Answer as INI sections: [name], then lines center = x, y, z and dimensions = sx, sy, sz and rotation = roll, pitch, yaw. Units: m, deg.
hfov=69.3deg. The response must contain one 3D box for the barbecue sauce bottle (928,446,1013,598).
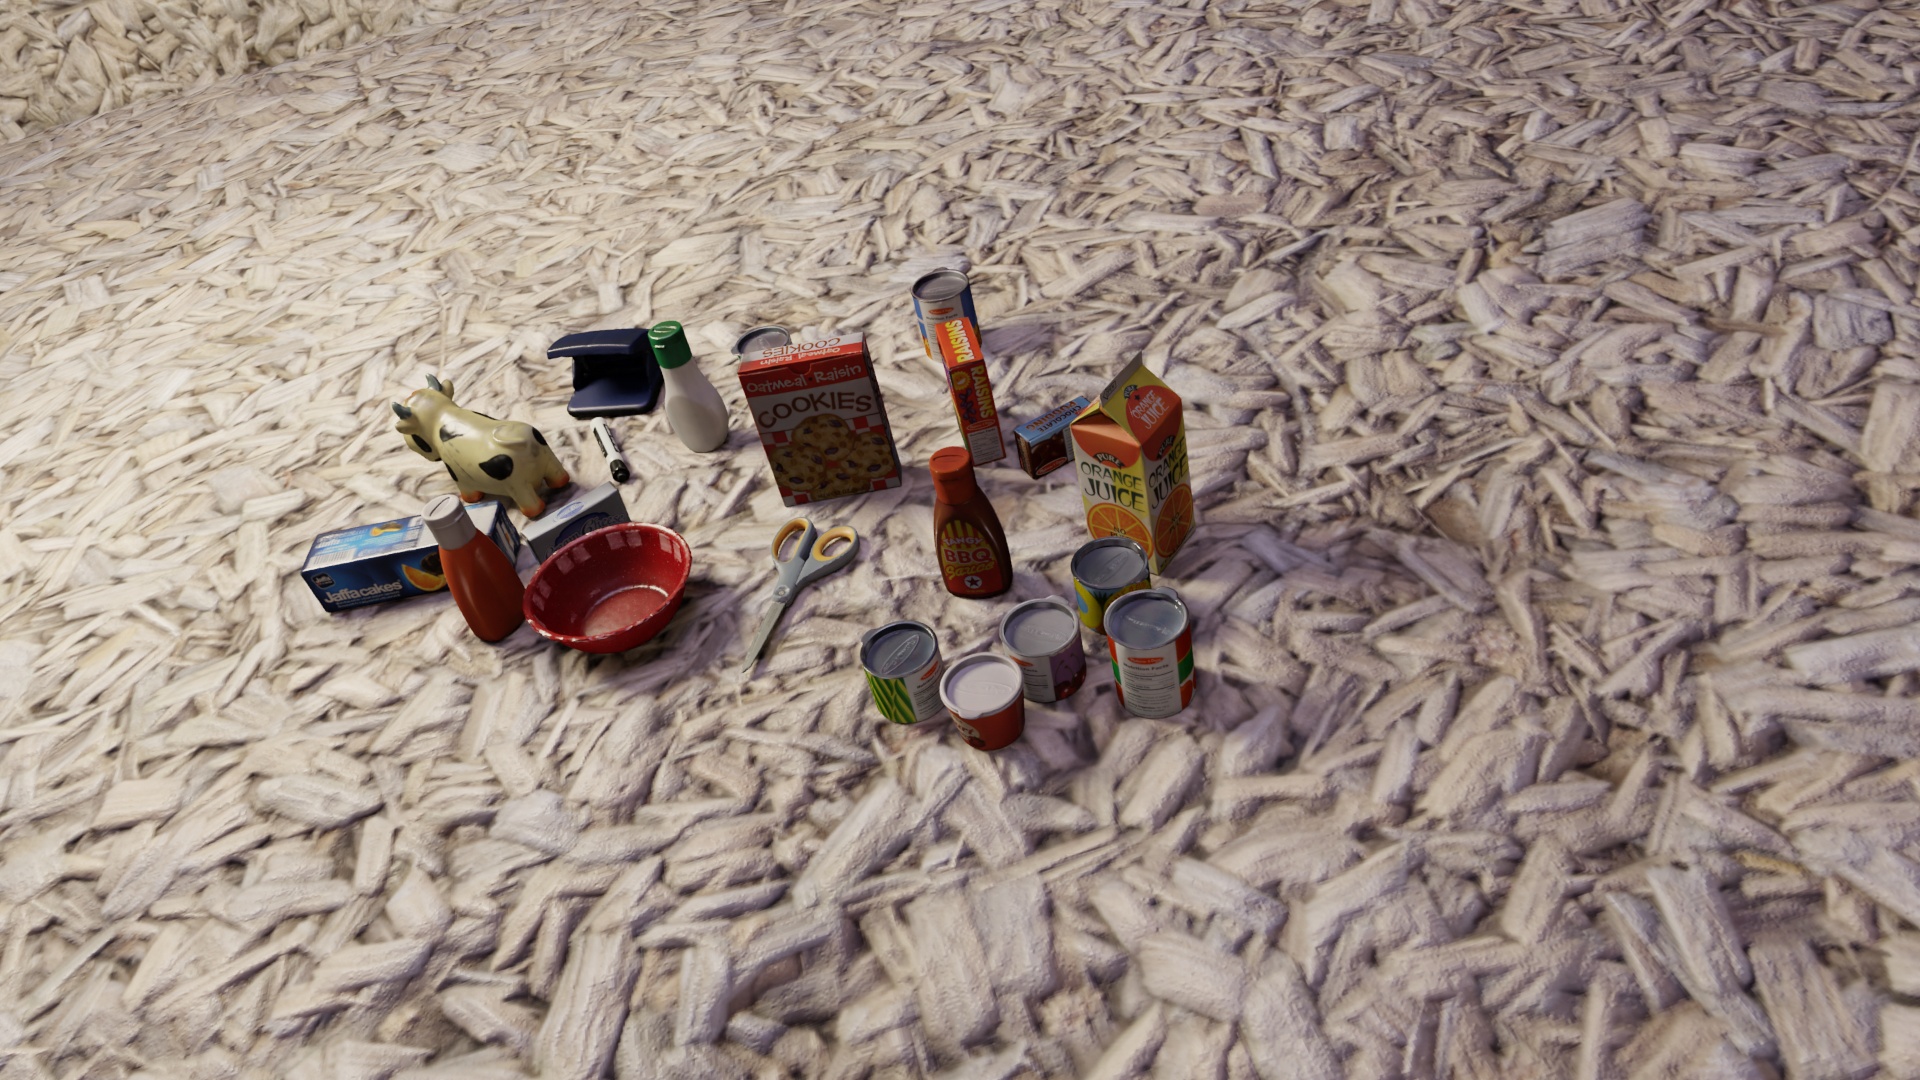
[barbecue sauce bottle]
center = 0.004, -0.015, 1.223
dimensions = 0.065, 0.147, 0.044
rotation = -2, 41, 14

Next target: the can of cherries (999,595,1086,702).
[can of cherries]
center = 0.071, 0.090, 1.152
dimensions = 0.071, 0.058, 0.072
rotation = -8, 40, 7

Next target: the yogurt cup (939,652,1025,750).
[yogurt cup]
center = 0.021, 0.132, 1.120
dimensions = 0.072, 0.053, 0.073
rotation = -8, 40, 7

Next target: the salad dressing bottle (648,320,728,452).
[salad dressing bottle]
center = -0.291, -0.164, 1.479
dimensions = 0.064, 0.147, 0.044
rotation = 2, 42, 18

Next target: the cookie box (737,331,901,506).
[cookie box]
center = -0.135, -0.116, 1.365
dimensions = 0.123, 0.166, 0.040
rotation = -10, 40, 5

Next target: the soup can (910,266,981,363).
[soup can]
center = -0.015, -0.252, 1.552
dimensions = 0.071, 0.083, 0.072
rotation = -8, 40, 7

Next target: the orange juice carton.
[orange juice carton]
center = 0.150, -0.069, 1.210
dimensions = 0.073, 0.191, 0.072
rotation = 19, 50, 33

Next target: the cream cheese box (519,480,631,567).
[cream cheese box]
center = -0.386, -0.011, 1.403
dimensions = 0.104, 0.053, 0.024
rotation = -33, 43, -21

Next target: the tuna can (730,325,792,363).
[tuna can]
center = -0.228, -0.217, 1.613
dimensions = 0.071, 0.032, 0.071
rotation = -8, 40, 7

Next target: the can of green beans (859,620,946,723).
[can of green beans]
center = -0.046, 0.110, 1.162
dimensions = 0.071, 0.057, 0.071
rotation = -8, 40, 7

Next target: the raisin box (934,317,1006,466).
[raisin box]
center = 0.009, -0.150, 1.396
dimensions = 0.040, 0.122, 0.086
rotation = -15, 40, -1

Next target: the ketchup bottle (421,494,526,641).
[ketchup bottle]
center = -0.458, 0.024, 1.309
dimensions = 0.043, 0.148, 0.065
rotation = 7, 44, 24

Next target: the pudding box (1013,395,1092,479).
[pudding box]
center = 0.097, -0.102, 1.373
dimensions = 0.084, 0.049, 0.030
rotation = -28, 42, -17

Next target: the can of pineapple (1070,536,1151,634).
[can of pineapple]
center = 0.132, 0.040, 1.192
dimensions = 0.071, 0.057, 0.071
rotation = -8, 40, 7

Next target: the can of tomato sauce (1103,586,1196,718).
[can of tomato sauce]
center = 0.153, 0.089, 1.109
dimensions = 0.071, 0.082, 0.071
rotation = -8, 40, 7
